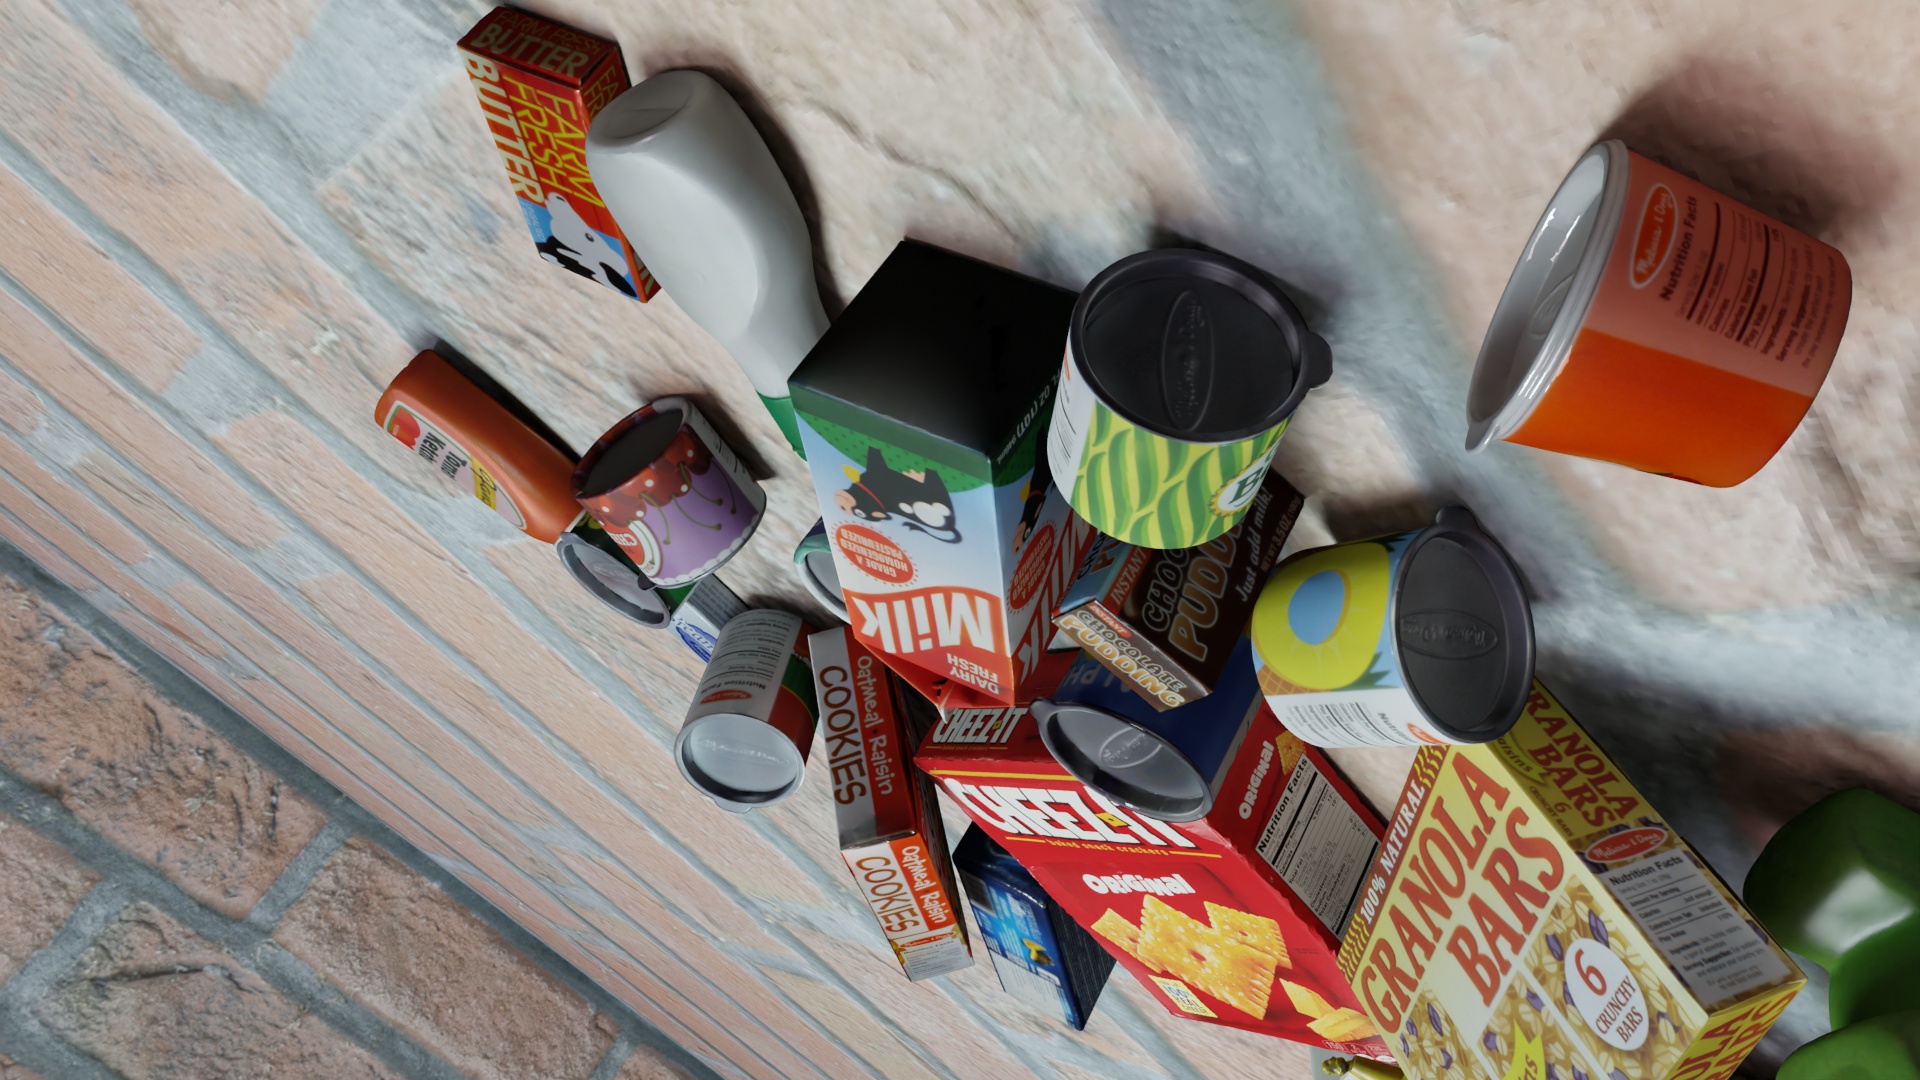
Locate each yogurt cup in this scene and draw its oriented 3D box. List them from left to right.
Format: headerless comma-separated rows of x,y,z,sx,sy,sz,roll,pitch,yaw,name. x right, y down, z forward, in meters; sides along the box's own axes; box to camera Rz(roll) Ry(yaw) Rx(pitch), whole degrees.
0.149,-0.045,0.299,0.054,0.073,0.072,21,150,6,yogurt cup

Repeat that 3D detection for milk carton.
0.002,-0.006,0.501,0.073,0.073,0.189,22,150,20,milk carton

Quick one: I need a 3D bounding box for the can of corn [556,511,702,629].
-0.156,-0.001,0.686,0.071,0.058,0.070,25,151,15,can of corn

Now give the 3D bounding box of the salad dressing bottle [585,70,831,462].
-0.072,-0.088,0.482,0.064,0.044,0.147,10,145,33,salad dressing bottle

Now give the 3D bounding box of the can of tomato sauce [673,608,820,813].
-0.105,0.088,0.723,0.071,0.083,0.070,4,126,5,can of tomato sauce

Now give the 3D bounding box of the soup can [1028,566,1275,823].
0.073,0.045,0.495,0.071,0.084,0.071,25,150,15,soup can

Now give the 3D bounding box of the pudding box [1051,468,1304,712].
0.069,0.005,0.438,0.049,0.084,0.030,40,148,-10,pudding box

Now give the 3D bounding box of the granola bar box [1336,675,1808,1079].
0.191,0.144,0.468,0.125,0.039,0.164,-119,23,-44,granola bar box

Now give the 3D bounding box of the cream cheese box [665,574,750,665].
-0.129,0.057,0.787,0.103,0.024,0.053,46,148,-23,cream cheese box

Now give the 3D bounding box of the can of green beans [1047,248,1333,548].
0.060,-0.039,0.396,0.071,0.071,0.057,27,151,11,can of green beans

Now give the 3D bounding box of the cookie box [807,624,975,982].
-0.034,0.137,0.717,0.040,0.123,0.166,-15,141,0,cookie box

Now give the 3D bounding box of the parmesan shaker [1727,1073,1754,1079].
0.309,0.258,0.607,0.103,0.071,0.071,9,143,38,parmesan shaker

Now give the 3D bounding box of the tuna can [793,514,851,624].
-0.036,0.012,0.611,0.071,0.033,0.070,25,151,15,tuna can

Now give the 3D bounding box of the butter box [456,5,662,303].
-0.137,-0.134,0.494,0.053,0.024,0.103,25,151,17,butter box

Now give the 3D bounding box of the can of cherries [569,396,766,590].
-0.131,-0.020,0.617,0.071,0.072,0.058,3,139,43,can of cherries

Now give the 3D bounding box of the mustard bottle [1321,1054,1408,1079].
0.225,0.240,0.556,0.160,0.049,0.065,21,155,13,mustard bottle

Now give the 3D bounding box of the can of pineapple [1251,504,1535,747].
0.134,0.029,0.431,0.071,0.071,0.057,44,150,-20,can of pineapple

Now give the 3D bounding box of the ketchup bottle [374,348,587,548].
-0.231,-0.035,0.727,0.148,0.044,0.064,39,151,-12,ketchup bottle
